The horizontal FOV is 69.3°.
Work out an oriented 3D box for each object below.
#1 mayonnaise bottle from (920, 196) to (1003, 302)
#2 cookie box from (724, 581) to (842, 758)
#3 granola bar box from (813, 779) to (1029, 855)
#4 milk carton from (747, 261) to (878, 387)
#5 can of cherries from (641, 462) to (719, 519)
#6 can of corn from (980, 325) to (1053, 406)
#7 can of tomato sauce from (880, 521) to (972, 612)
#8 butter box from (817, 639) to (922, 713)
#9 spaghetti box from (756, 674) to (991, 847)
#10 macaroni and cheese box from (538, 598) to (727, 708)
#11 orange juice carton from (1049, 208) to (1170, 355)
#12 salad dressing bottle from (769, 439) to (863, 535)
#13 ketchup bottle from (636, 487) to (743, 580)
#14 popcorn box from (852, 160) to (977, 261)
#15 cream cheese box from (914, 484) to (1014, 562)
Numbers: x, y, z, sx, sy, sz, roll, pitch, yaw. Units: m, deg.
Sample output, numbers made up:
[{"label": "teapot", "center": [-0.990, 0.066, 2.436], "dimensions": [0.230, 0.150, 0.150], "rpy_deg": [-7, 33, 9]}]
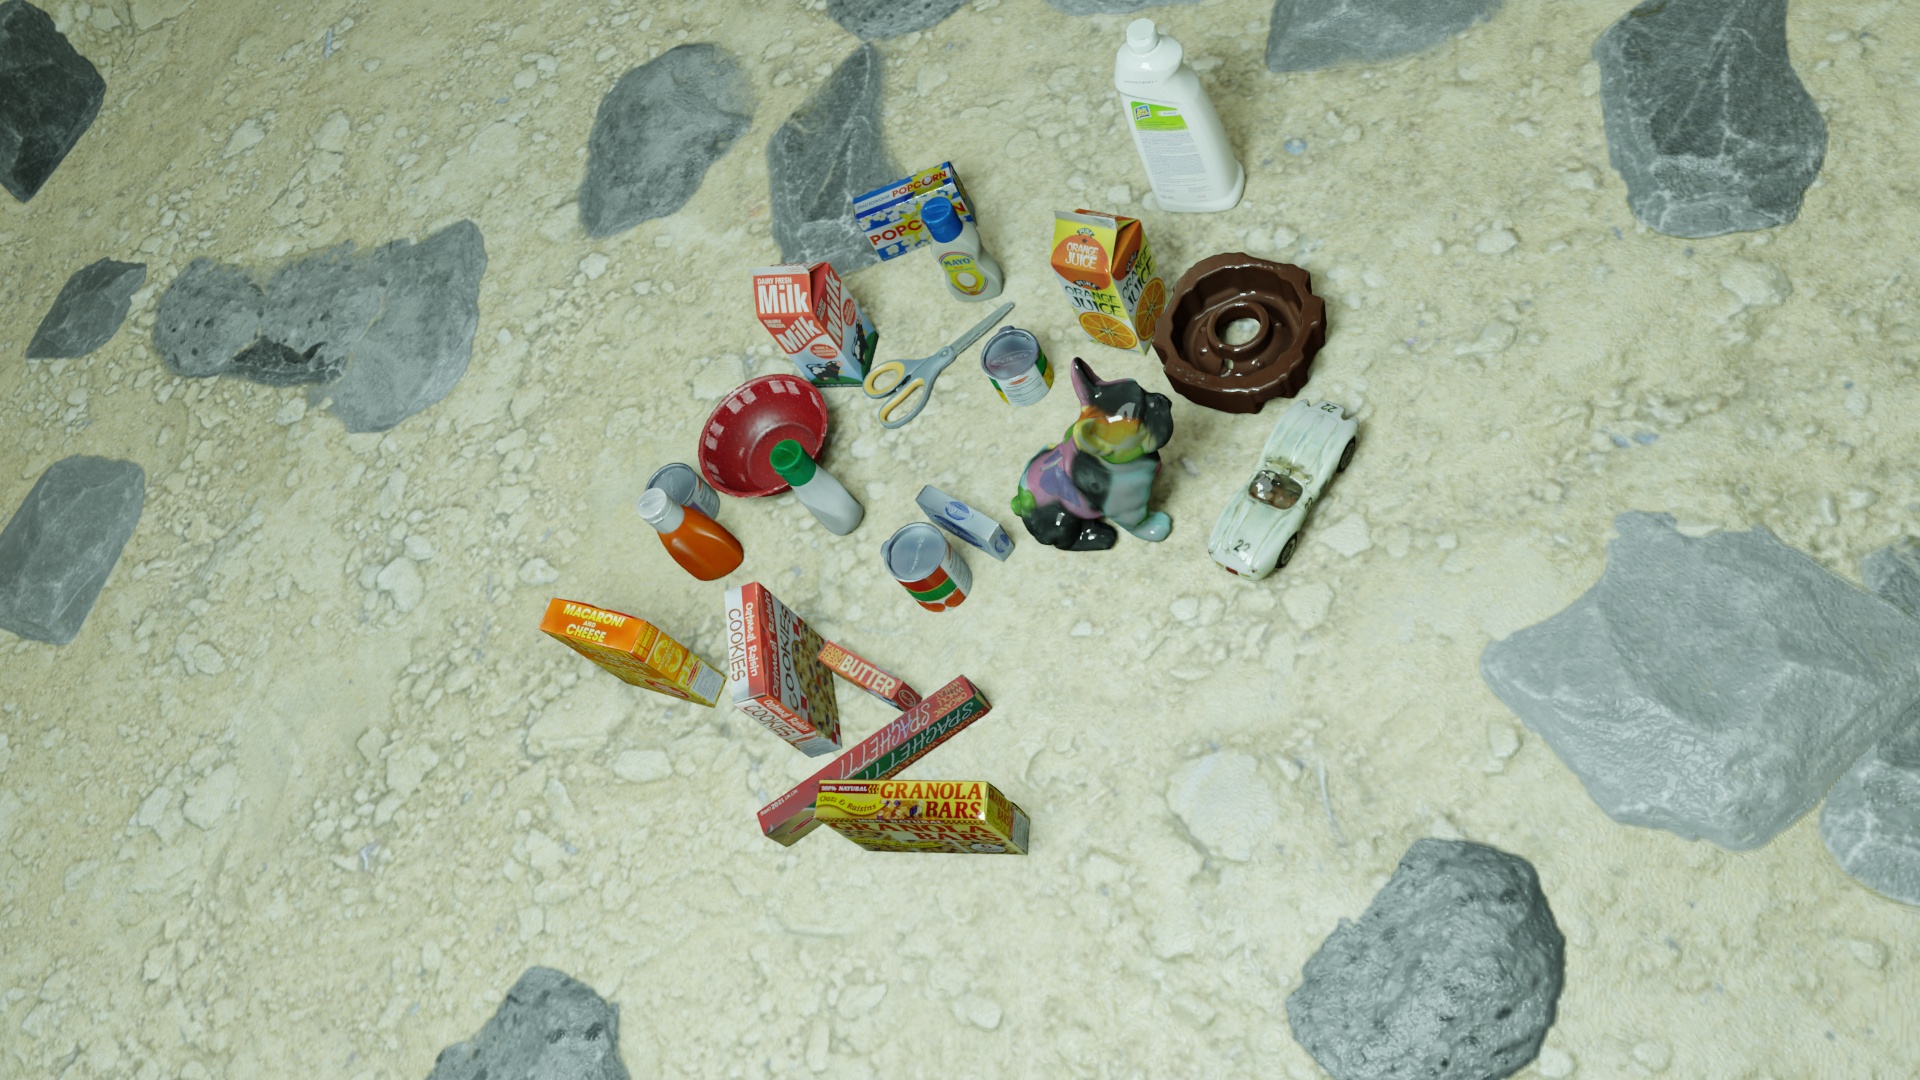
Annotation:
[{"label": "mayonnaise bottle", "center": [-0.002, -0.324, 1.554], "dimensions": [0.065, 0.147, 0.041], "rpy_deg": [-5, 63, 20]}, {"label": "cookie box", "center": [-0.173, 0.129, 1.372], "dimensions": [0.040, 0.167, 0.123], "rpy_deg": [-18, 59, 13]}, {"label": "granola bar box", "center": [-0.033, 0.254, 1.276], "dimensions": [0.165, 0.124, 0.039], "rpy_deg": [-3, 63, 21]}, {"label": "milk carton", "center": [-0.165, -0.250, 1.556], "dimensions": [0.072, 0.190, 0.074], "rpy_deg": [1, 65, 23]}, {"label": "can of cherries", "center": [-0.320, -0.046, 1.590], "dimensions": [0.071, 0.058, 0.072], "rpy_deg": [-9, 61, 18]}, {"label": "can of corn", "center": [0.062, -0.190, 1.511], "dimensions": [0.071, 0.058, 0.071], "rpy_deg": [-9, 61, 18]}, {"label": "can of tomato sauce", "center": [-0.034, 0.029, 1.419], "dimensions": [0.071, 0.083, 0.071], "rpy_deg": [-9, 61, 18]}, {"label": "butter box", "center": [-0.093, 0.139, 1.403], "dimensions": [0.103, 0.053, 0.024], "rpy_deg": [25, 76, 31]}, {"label": "spaghetti box", "center": [-0.084, 0.216, 1.360], "dimensions": [0.250, 0.050, 0.029], "rpy_deg": [-34, 57, 2]}, {"label": "macaroni and cheese box", "center": [-0.339, 0.117, 1.446], "dimensions": [0.124, 0.166, 0.040], "rpy_deg": [11, 69, 27]}, {"label": "orange juice carton", "center": [0.153, -0.278, 1.440], "dimensions": [0.072, 0.192, 0.073], "rpy_deg": [19, 73, 29]}, {"label": "salad dressing bottle", "center": [-0.153, -0.056, 1.474], "dimensions": [0.064, 0.147, 0.044], "rpy_deg": [25, 76, 31]}, {"label": "ketchup bottle", "center": [-0.296, -0.007, 1.505], "dimensions": [0.064, 0.148, 0.044], "rpy_deg": [-24, 58, 9]}, {"label": "popcorn box", "center": [-0.054, -0.389, 1.647], "dimensions": [0.126, 0.085, 0.038], "rpy_deg": [-18, 59, 13]}, {"label": "cream cheese box", "center": [0.005, -0.018, 1.446], "dimensions": [0.104, 0.053, 0.024], "rpy_deg": [30, 78, 32]}]
